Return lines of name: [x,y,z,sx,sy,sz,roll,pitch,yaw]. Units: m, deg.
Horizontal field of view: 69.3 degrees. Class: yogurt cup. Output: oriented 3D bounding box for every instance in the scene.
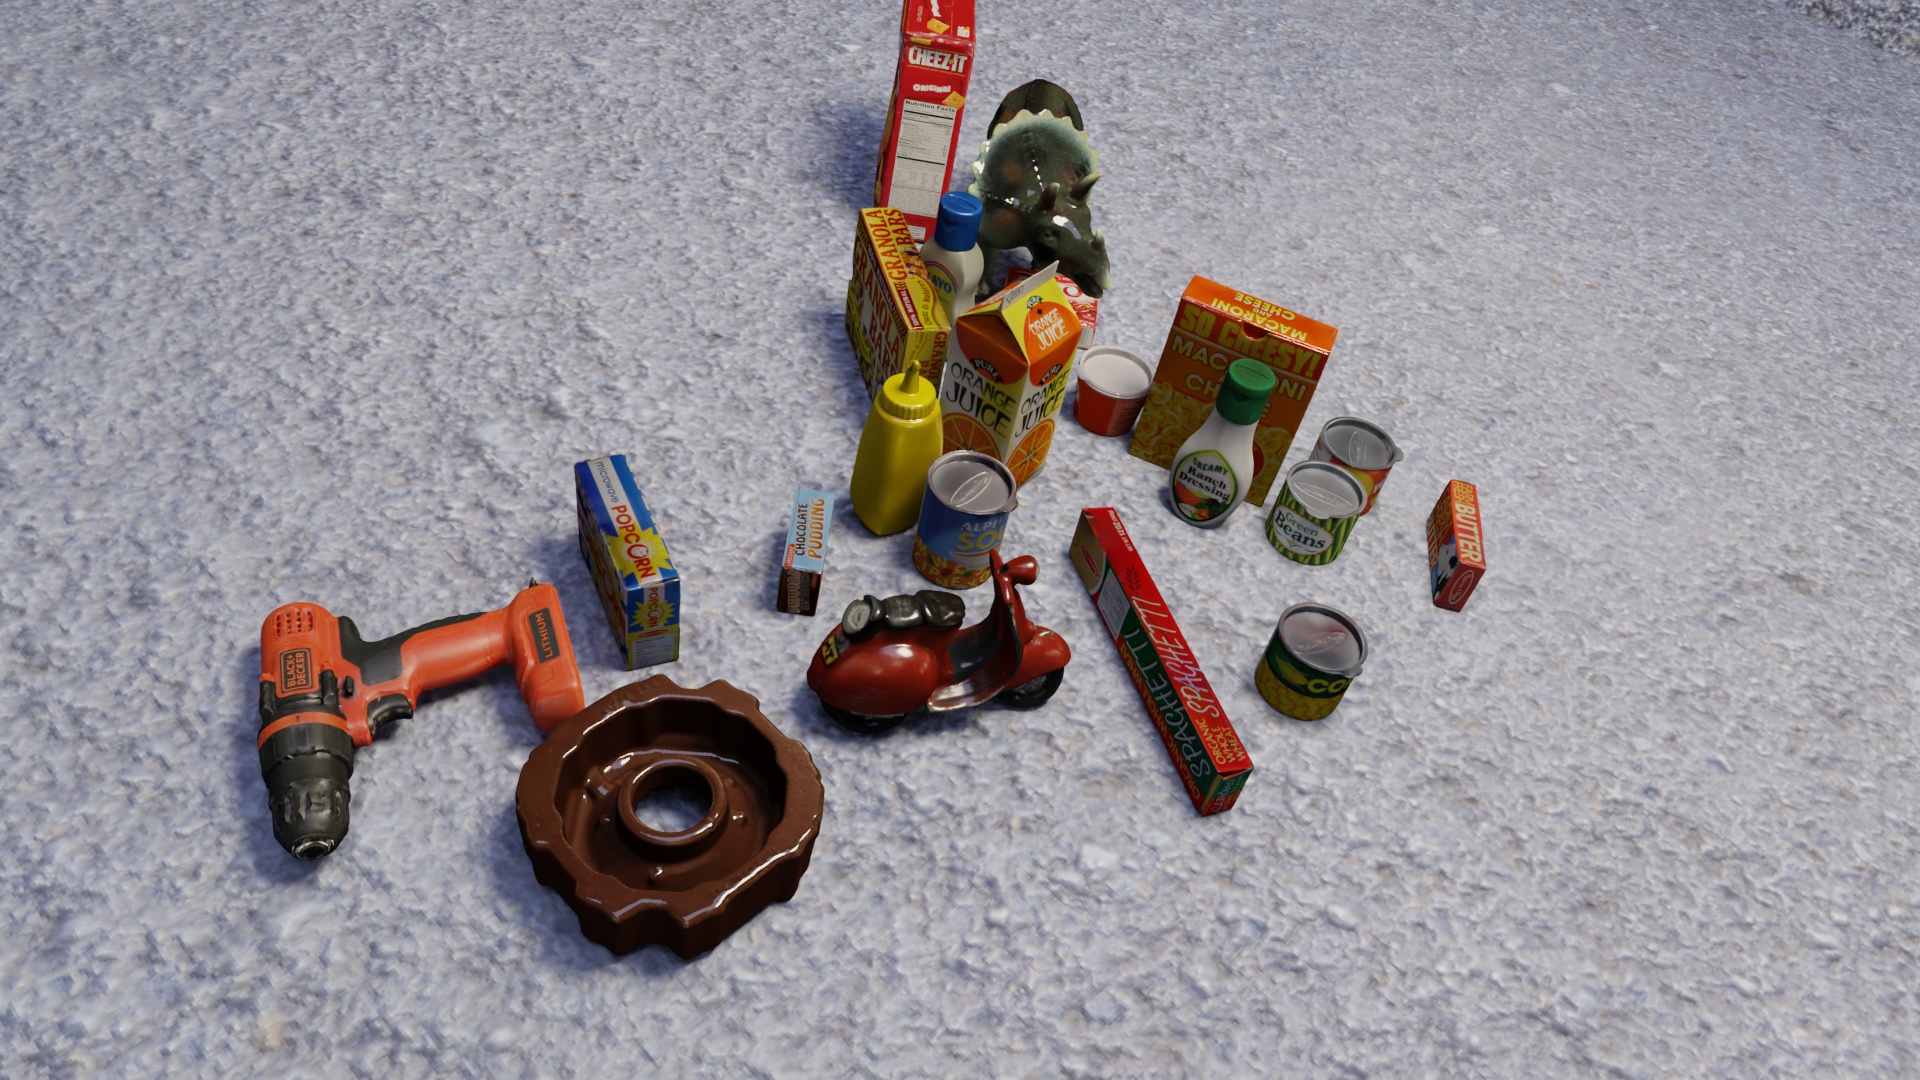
yogurt cup: [0.129,-0.127,1.196,0.072,0.053,0.073,7,45,-7]

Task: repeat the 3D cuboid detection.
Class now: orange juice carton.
orange juice carton: [0.036,-0.126,1.076,0.073,0.191,0.072,35,49,21]

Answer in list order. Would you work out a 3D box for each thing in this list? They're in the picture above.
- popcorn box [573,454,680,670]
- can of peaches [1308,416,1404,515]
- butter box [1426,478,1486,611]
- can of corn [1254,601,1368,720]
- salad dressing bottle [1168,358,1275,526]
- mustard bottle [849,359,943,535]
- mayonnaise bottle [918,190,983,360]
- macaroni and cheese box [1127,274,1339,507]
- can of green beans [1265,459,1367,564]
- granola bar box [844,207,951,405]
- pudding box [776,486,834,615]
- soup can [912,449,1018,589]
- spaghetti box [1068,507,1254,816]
popcorn box: [-0.229,0.013,0.953,0.038,0.084,0.127,-13,51,-24]
can of peaches: [0.330,-0.061,1.175,0.071,0.057,0.071,7,45,-7]
butter box: [0.404,0.002,1.133,0.024,0.052,0.104,14,45,1]
can of corn: [0.255,0.090,1.009,0.071,0.058,0.071,7,45,-7]
salad dressing bottle: [0.208,-0.076,1.098,0.064,0.146,0.044,27,46,14]
mustard bottle: [-0.043,-0.075,1.030,0.065,0.159,0.049,-26,57,-33]
mayonnaise bottle: [-0.011,-0.229,1.197,0.065,0.147,0.041,31,47,17]
macaroni and cheese box: [0.218,-0.118,1.129,0.124,0.165,0.040,23,46,10]
can of green beans: [0.287,-0.022,1.127,0.071,0.057,0.071,7,45,-7]
granola bar box: [-0.056,-0.178,1.154,0.039,0.123,0.166,-5,48,-18]
pudding box: [-0.113,0.007,1.011,0.030,0.049,0.084,9,45,-5]
soup can: [0.004,-0.013,1.034,0.071,0.083,0.072,7,45,-7]
spaghetti box: [0.139,0.080,0.998,0.029,0.049,0.251,-7,48,-19]
